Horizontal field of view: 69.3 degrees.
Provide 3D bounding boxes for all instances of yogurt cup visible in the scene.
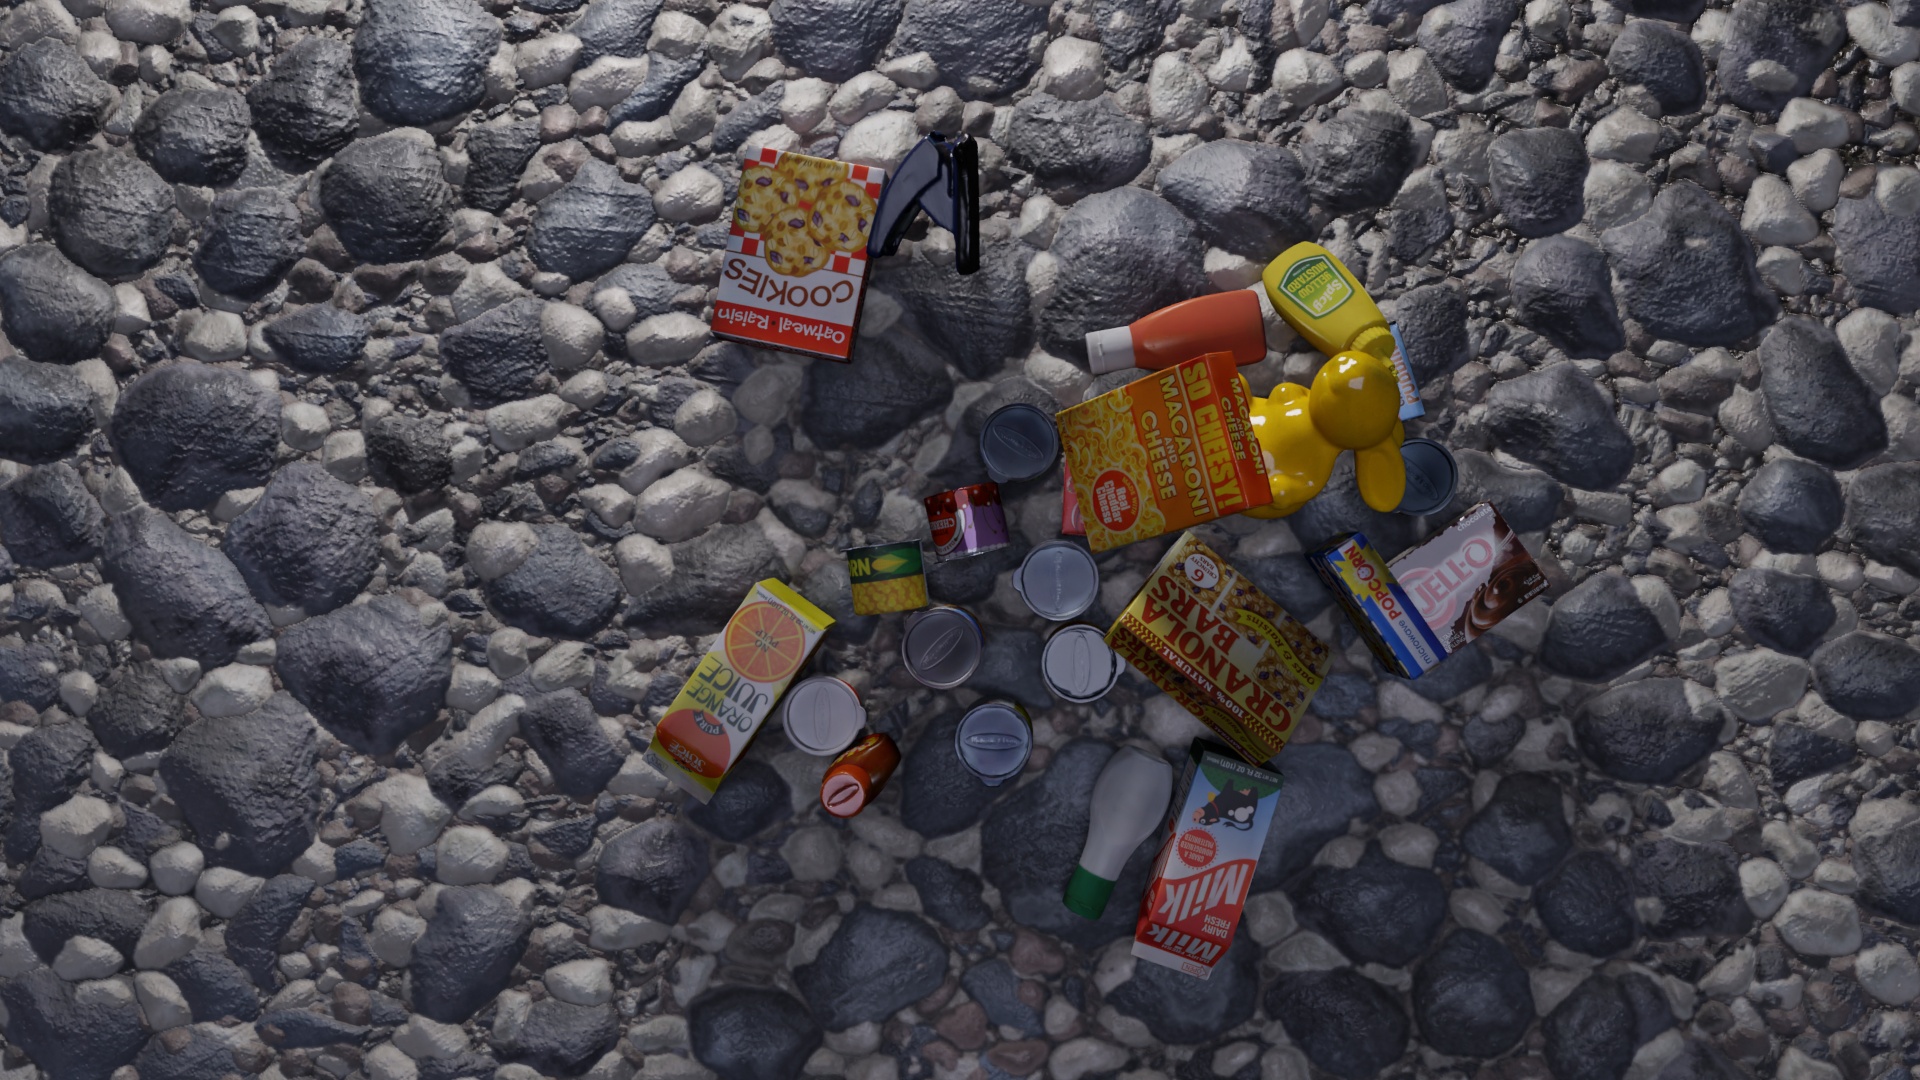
[{"bbox_3d":[-0.116,0.148,1.200,0.072,0.054,0.072,0,90,3],"label":"yogurt cup"}]

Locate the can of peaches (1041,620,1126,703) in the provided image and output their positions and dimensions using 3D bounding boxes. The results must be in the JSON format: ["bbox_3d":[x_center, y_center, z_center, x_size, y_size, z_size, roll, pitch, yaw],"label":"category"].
[{"bbox_3d":[0.104,0.103,1.186,0.071,0.058,0.071,0,90,3],"label":"can of peaches"}]

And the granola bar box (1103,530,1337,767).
[{"bbox_3d":[0.217,0.089,1.157,0.165,0.039,0.125,40,54,3],"label":"granola bar box"}]

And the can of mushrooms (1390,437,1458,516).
[{"bbox_3d":[0.384,-0.052,1.182,0.071,0.033,0.071,0,90,3],"label":"can of mushrooms"}]

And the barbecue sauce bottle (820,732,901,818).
[{"bbox_3d":[-0.087,0.197,1.151,0.065,0.148,0.043,-32,89,3],"label":"barbecue sauce bottle"}]

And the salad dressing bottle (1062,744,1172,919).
[{"bbox_3d":[0.132,0.251,1.192,0.064,0.044,0.147,24,92,1],"label":"salad dressing bottle"}]

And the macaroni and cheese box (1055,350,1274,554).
[{"bbox_3d":[0.160,-0.068,1.109,0.166,0.040,0.123,-19,84,48],"label":"macaroni and cheese box"}]

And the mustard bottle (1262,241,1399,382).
[{"bbox_3d":[0.312,-0.182,1.138,0.065,0.048,0.161,-37,50,6],"label":"mustard bottle"}]

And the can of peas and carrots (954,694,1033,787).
[{"bbox_3d":[0.030,0.171,1.189,0.071,0.059,0.071,0,91,4],"label":"can of peas and carrots"}]

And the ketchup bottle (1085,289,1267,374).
[{"bbox_3d":[0.183,-0.172,1.188,0.149,0.043,0.064,-9,89,3],"label":"ketchup bottle"}]

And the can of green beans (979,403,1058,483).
[{"bbox_3d":[0.050,-0.082,1.188,0.071,0.058,0.071,0,90,3],"label":"can of green beans"}]

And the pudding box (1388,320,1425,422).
[{"bbox_3d":[0.361,-0.139,1.175,0.030,0.049,0.083,-17,90,2],"label":"pudding box"}]

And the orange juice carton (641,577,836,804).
[{"bbox_3d":[-0.193,0.131,1.195,0.072,0.073,0.192,35,92,2],"label":"orange juice carton"}]

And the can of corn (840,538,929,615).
[{"bbox_3d":[-0.064,0.032,1.190,0.071,0.071,0.058,-8,90,3],"label":"can of corn"}]

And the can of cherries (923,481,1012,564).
[{"bbox_3d":[0.004,-0.015,1.185,0.071,0.071,0.058,-13,89,3],"label":"can of cherries"}]

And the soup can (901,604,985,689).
[{"bbox_3d":[-0.015,0.087,1.179,0.071,0.084,0.071,0,90,3],"label":"soup can"}]

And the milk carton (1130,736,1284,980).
[{"bbox_3d":[0.206,0.271,1.172,0.072,0.073,0.190,18,91,2],"label":"milk carton"}]

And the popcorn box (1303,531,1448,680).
[{"bbox_3d":[0.345,0.053,1.158,0.038,0.085,0.126,-35,88,2],"label":"popcorn box"}]

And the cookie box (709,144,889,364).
[{"bbox_3d":[-0.139,-0.247,1.209,0.123,0.040,0.167,12,90,3],"label":"cookie box"}]

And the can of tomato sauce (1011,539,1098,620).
[{"bbox_3d":[0.080,0.032,1.174,0.071,0.083,0.071,0,90,4],"label":"can of tomato sauce"}]
